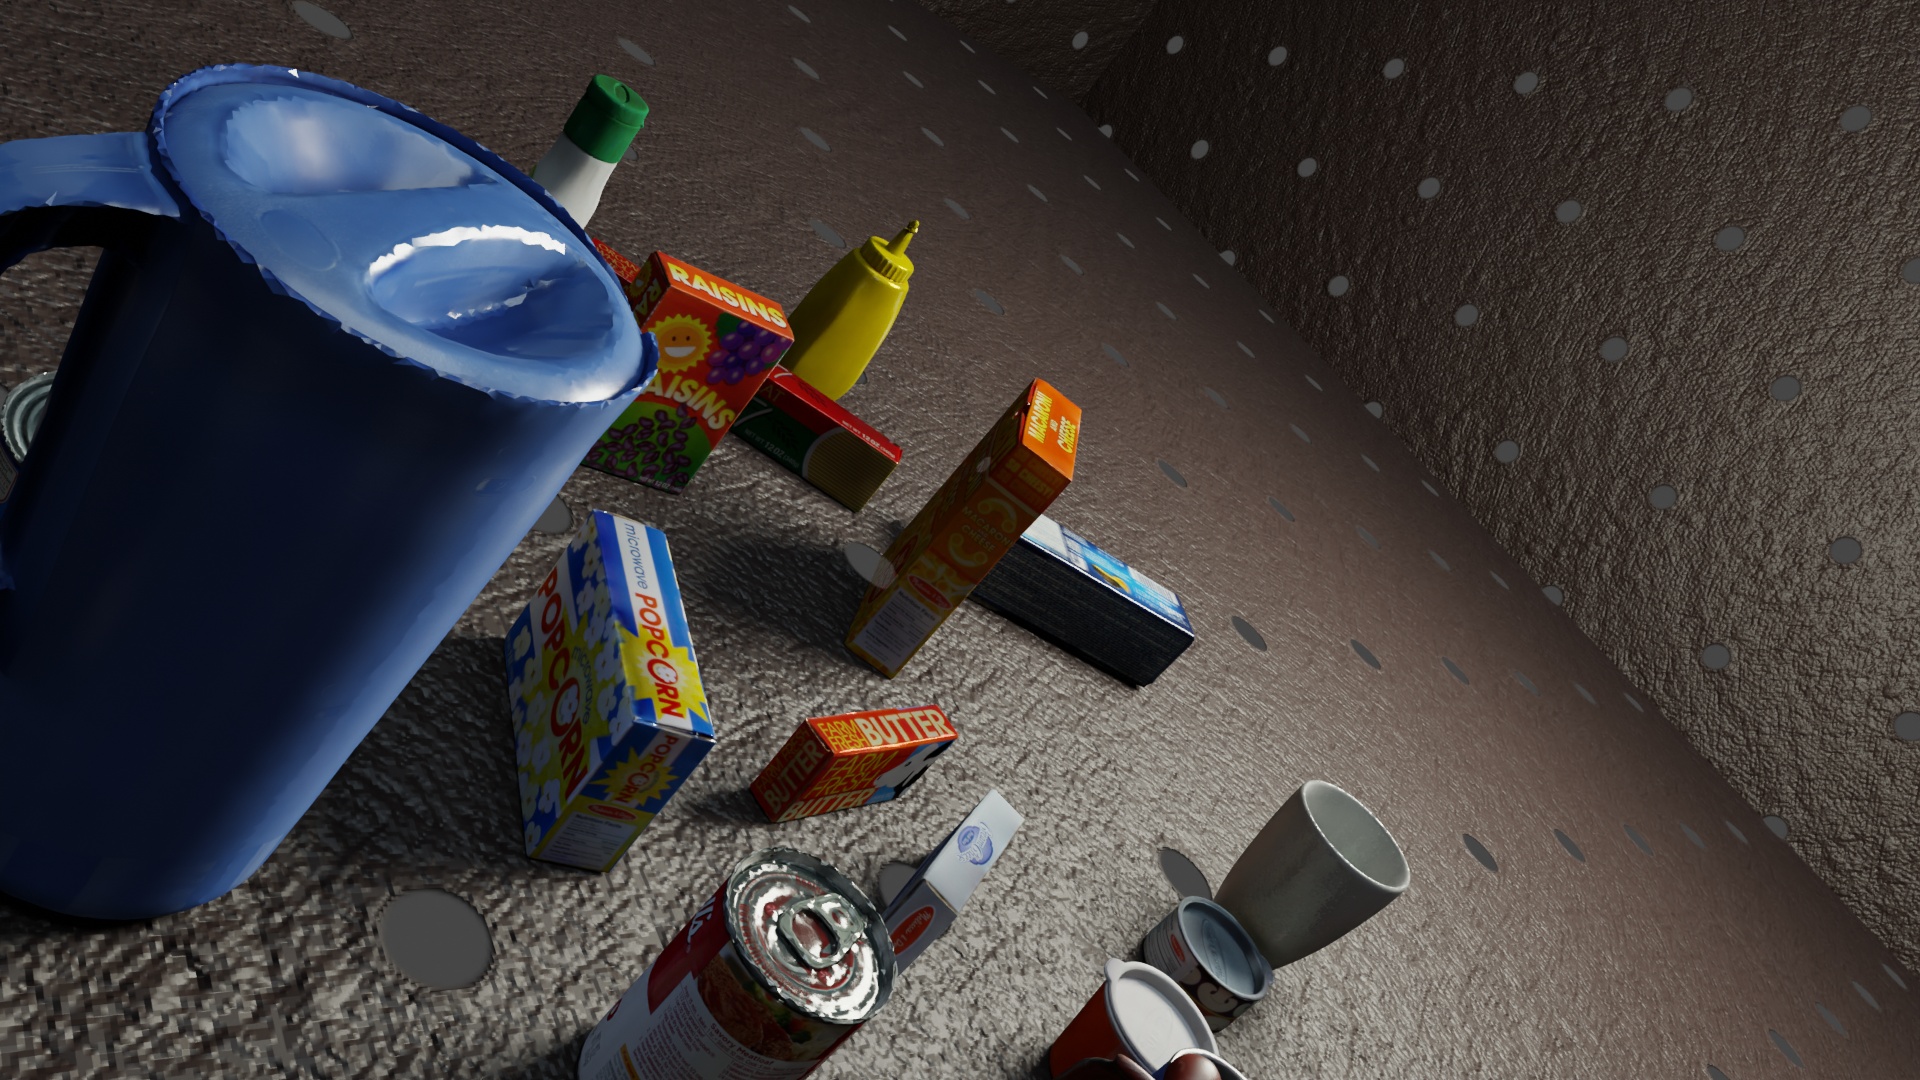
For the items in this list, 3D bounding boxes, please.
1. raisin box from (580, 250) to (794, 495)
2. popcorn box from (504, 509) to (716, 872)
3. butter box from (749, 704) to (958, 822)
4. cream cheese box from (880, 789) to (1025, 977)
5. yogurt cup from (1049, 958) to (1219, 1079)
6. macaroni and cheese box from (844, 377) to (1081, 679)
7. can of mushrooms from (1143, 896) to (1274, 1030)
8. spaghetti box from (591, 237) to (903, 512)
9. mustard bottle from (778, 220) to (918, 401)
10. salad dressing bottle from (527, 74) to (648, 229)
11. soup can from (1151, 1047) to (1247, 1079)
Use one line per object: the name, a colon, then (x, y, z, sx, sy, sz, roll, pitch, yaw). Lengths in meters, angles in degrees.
raisin box: (-0.164, -0.091, 0.779, 0.086, 0.123, 0.040, 20, 30, -41)
popcorn box: (-0.150, 0.060, 0.578, 0.038, 0.085, 0.127, 22, 29, -37)
butter box: (-0.051, 0.109, 0.685, 0.103, 0.053, 0.024, 4, 43, -55)
cream cheese box: (-0.007, 0.161, 0.657, 0.024, 0.053, 0.104, 43, 23, 5)
yogurt cup: (0.079, 0.240, 0.647, 0.072, 0.053, 0.073, 33, 24, -17)
macaroni and cheese box: (0.003, -0.010, 0.835, 0.040, 0.166, 0.124, 37, 23, -9)
can of mushrooms: (0.138, 0.236, 0.771, 0.071, 0.033, 0.071, 33, 24, -17)
spaghetti box: (-0.153, -0.107, 0.915, 0.250, 0.050, 0.029, 34, 24, -16)
mustard bottle: (-0.077, -0.169, 1.005, 0.065, 0.159, 0.049, 18, 32, -43)
salad dressing bottle: (-0.242, -0.211, 0.842, 0.044, 0.147, 0.064, 27, 26, -30)
soup can: (0.082, 0.262, 0.574, 0.071, 0.083, 0.072, 34, 24, -17)
